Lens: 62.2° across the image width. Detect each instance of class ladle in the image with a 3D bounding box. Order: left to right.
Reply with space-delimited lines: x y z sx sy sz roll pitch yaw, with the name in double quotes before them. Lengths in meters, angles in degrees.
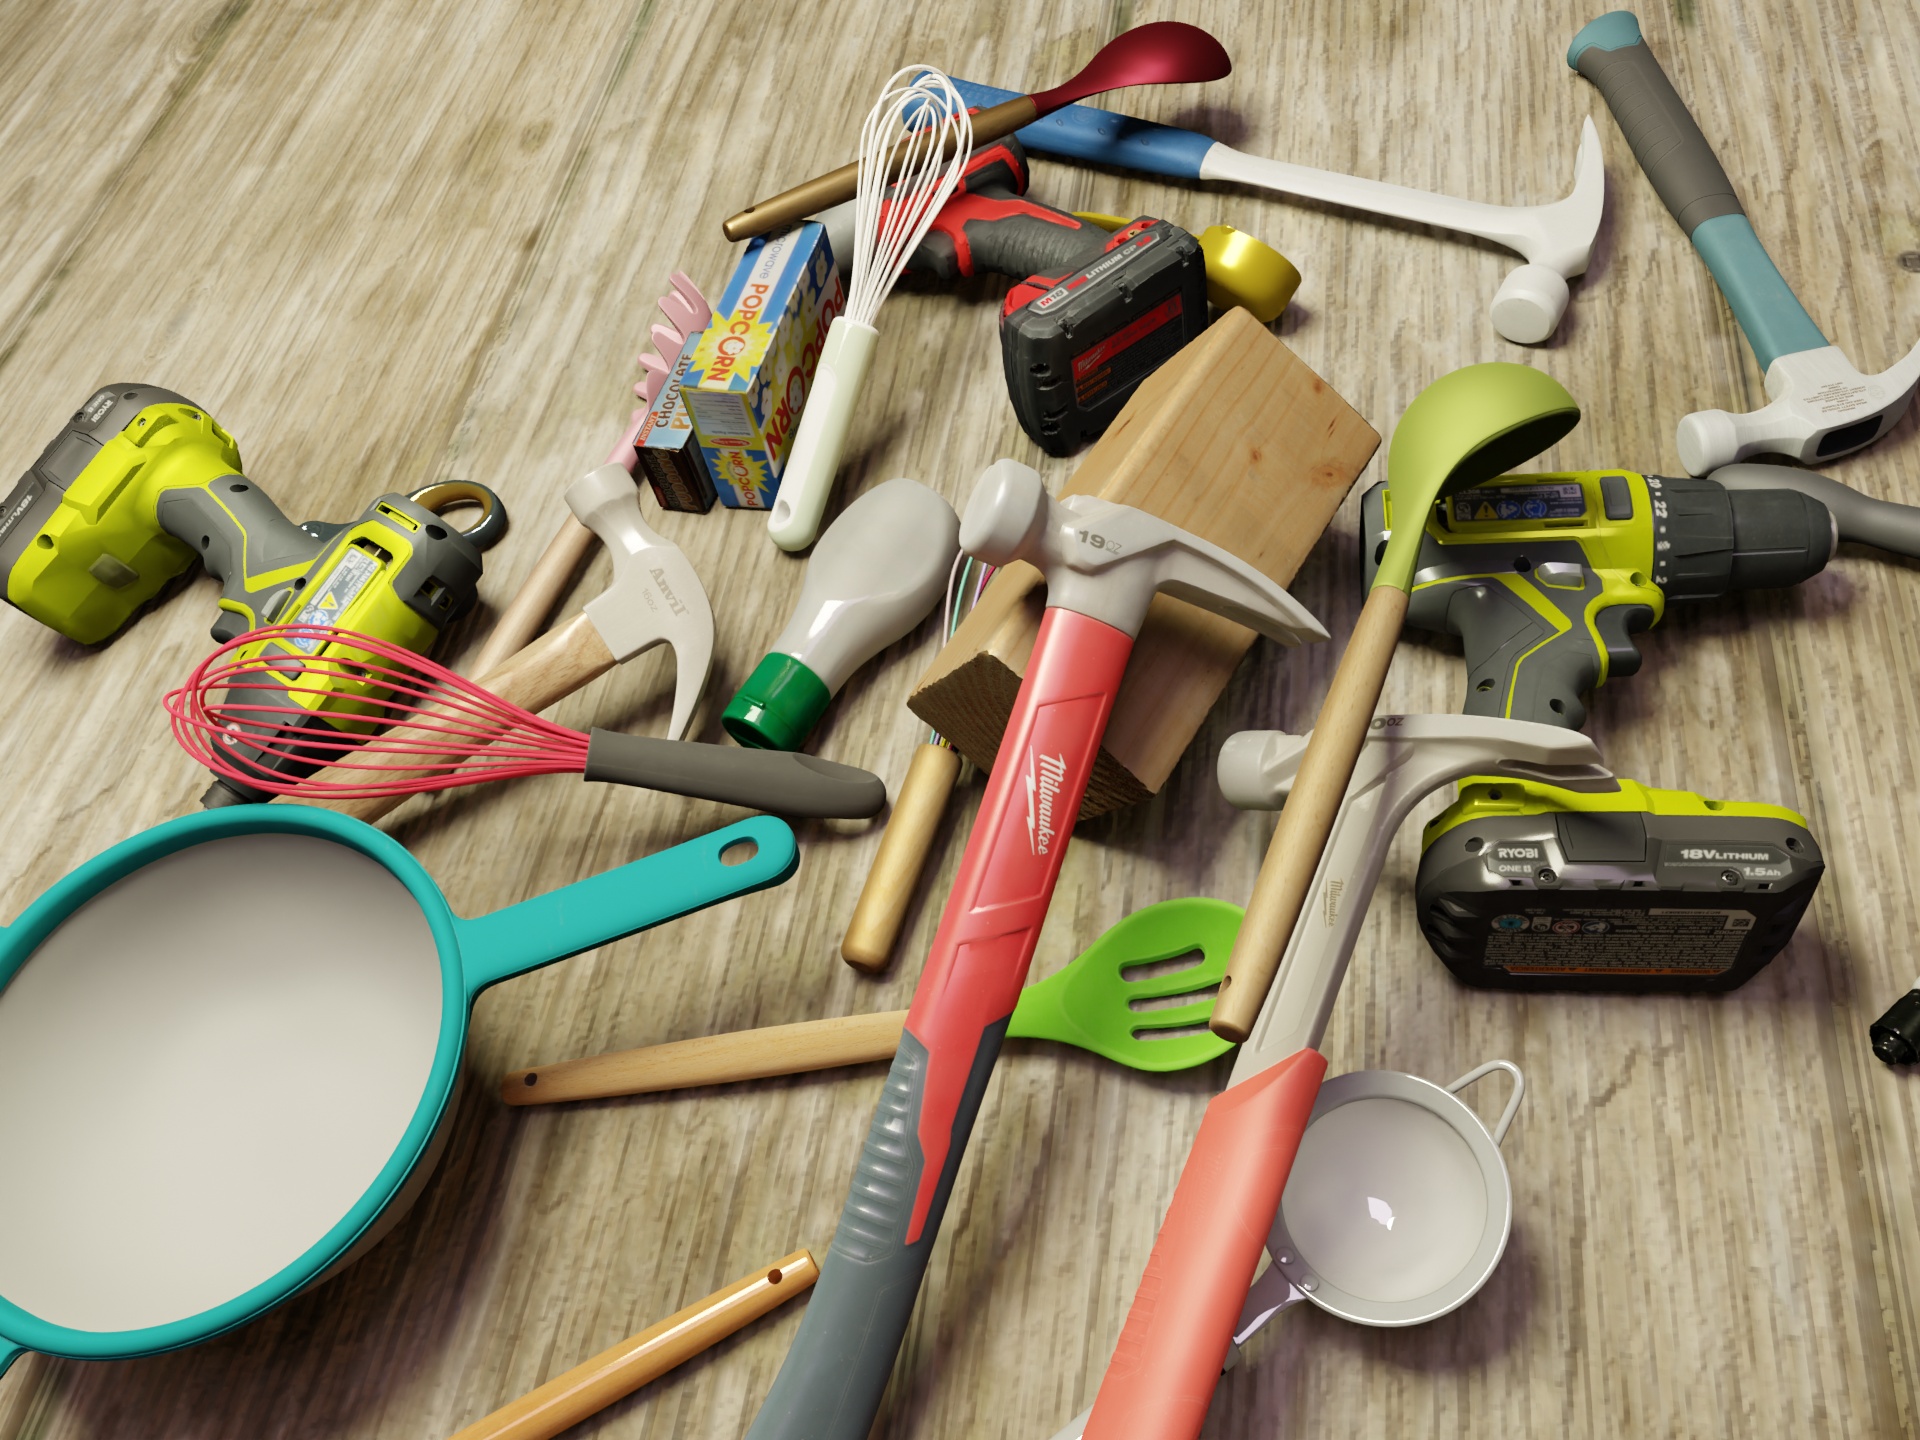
"ladle" 0.014 -0.314 0.841 0.315 0.031 0.069 -29 47 -19
"ladle" 0.156 -0.018 0.570 0.062 0.078 0.320 35 58 -11

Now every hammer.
"hammer" -0.256 0.026 0.710 0.331 0.031 0.130 -33 90 -3
"hammer" 0.013 0.110 0.559 0.143 0.038 0.386 22 80 -15
"hammer" 0.152 -0.314 0.890 0.406 0.035 0.144 21 62 23
"hammer" 0.096 0.153 0.516 0.149 0.036 0.359 0 56 46
"hammer" 0.381 -0.259 0.812 0.128 0.033 0.331 -10 55 4

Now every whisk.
"whisk" -0.176 0.011 0.667 0.295 0.073 0.073 9 55 -12
"whisk" -0.049 -0.202 0.785 0.058 0.059 0.246 20 93 44
"whisk" -0.001 -0.001 0.704 0.047 0.051 0.245 -21 43 55
"whisk" 0.455 -0.063 0.653 0.285 0.070 0.070 22 62 28

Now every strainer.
"strainer" -0.219 0.123 0.623 0.340 0.095 0.211 -20 57 -6
"strainer" 0.092 0.206 0.541 0.258 0.050 0.087 -36 52 -8

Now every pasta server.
"pasta server" -0.199 -0.103 0.809 0.040 0.060 0.316 30 64 -11

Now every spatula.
"spatula" -0.197 0.266 0.552 0.322 0.041 0.081 -27 55 -9

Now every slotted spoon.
"slotted spoon" -0.031 0.123 0.629 0.314 0.031 0.070 -10 54 6

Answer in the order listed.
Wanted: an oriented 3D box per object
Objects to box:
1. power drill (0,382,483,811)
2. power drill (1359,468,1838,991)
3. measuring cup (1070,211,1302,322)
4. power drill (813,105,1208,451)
"power drill" -0.366 -0.062 0.783 0.223 0.080 0.171 28 77 22
"power drill" 0.263 -0.011 0.638 0.190 0.080 0.229 -1 53 11
"measuring cup" 0.111 -0.246 0.851 0.157 0.062 0.029 28 92 39
"power drill" 0.016 -0.242 0.844 0.143 0.078 0.220 -34 54 -15
